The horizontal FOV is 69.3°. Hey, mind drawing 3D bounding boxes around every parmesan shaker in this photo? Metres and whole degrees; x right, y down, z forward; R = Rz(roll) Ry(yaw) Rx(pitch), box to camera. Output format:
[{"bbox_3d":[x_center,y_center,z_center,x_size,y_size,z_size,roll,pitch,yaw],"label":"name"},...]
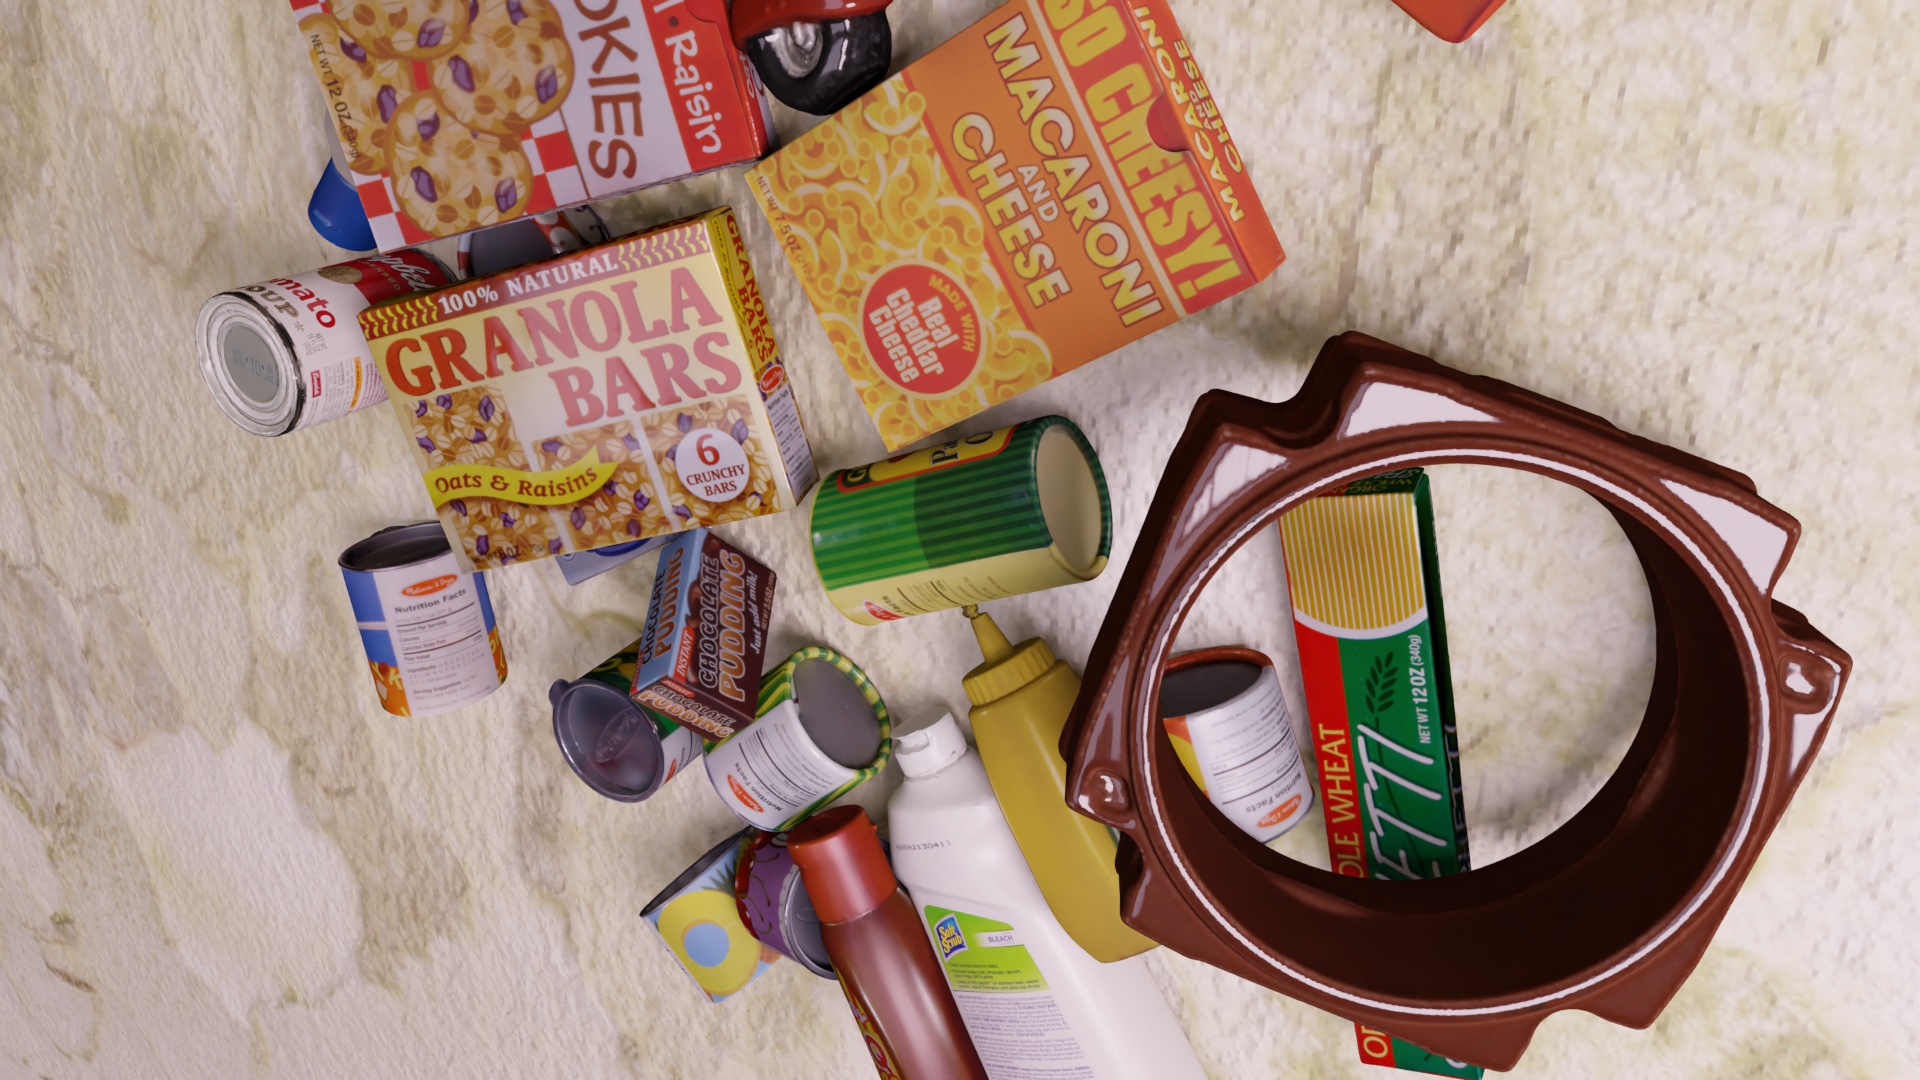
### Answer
[{"bbox_3d":[0.002,-0.007,0.551,0.103,0.071,0.071,-13,104,30],"label":"parmesan shaker"}]

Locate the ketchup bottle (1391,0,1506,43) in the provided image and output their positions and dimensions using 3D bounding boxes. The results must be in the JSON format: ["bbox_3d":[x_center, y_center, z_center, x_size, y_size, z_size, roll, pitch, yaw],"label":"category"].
[{"bbox_3d":[0.114,-0.218,0.410,0.149,0.044,0.064,44,123,5],"label":"ketchup bottle"}]

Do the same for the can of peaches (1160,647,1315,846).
[{"bbox_3d":[0.095,0.080,0.537,0.071,0.071,0.058,-11,106,32],"label":"can of peaches"}]

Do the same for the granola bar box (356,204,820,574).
[{"bbox_3d":[-0.156,-0.061,0.592,0.165,0.039,0.123,-11,109,17],"label":"granola bar box"}]

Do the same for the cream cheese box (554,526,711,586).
[{"bbox_3d":[-0.159,-0.018,0.657,0.103,0.024,0.053,-20,100,33],"label":"cream cheese box"}]

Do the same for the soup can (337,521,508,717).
[{"bbox_3d":[-0.279,0.039,0.723,0.071,0.072,0.083,4,113,27],"label":"soup can"}]

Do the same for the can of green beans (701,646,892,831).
[{"bbox_3d":[-0.073,0.089,0.629,0.057,0.071,0.071,-36,92,29],"label":"can of green beans"}]

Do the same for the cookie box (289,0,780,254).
[{"bbox_3d":[-0.168,-0.192,0.545,0.167,0.040,0.122,-11,107,11],"label":"cookie box"}]

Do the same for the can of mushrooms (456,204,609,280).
[{"bbox_3d":[-0.189,-0.121,0.624,0.071,0.033,0.070,11,115,24],"label":"can of mushrooms"}]

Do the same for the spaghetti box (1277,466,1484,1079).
[{"bbox_3d":[0.164,0.094,0.528,0.050,0.029,0.249,-2,109,30],"label":"spaghetti box"}]

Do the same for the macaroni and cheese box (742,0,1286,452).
[{"bbox_3d":[0.016,-0.118,0.509,0.166,0.040,0.123,-22,100,34],"label":"macaroni and cheese box"}]

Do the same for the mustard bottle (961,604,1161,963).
[{"bbox_3d":[0.040,0.092,0.574,0.048,0.065,0.160,-29,92,33],"label":"mustard bottle"}]

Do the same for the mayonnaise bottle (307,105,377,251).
[{"bbox_3d":[-0.250,-0.191,0.622,0.065,0.041,0.147,48,126,-1],"label":"mayonnaise bottle"}]

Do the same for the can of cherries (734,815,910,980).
[{"bbox_3d":[-0.064,0.163,0.650,0.058,0.072,0.071,-2,112,57],"label":"can of cherries"}]

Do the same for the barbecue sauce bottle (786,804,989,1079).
[{"bbox_3d":[-0.030,0.188,0.600,0.148,0.044,0.065,68,165,-8],"label":"barbecue sauce bottle"}]

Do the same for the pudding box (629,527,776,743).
[{"bbox_3d":[-0.113,0.041,0.614,0.030,0.084,0.049,-30,130,32],"label":"pudding box"}]

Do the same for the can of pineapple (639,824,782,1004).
[{"bbox_3d":[-0.116,0.188,0.698,0.070,0.071,0.058,-37,92,35],"label":"can of pineapple"}]

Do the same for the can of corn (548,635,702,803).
[{"bbox_3d":[-0.156,0.083,0.678,0.071,0.058,0.071,11,116,24],"label":"can of corn"}]
